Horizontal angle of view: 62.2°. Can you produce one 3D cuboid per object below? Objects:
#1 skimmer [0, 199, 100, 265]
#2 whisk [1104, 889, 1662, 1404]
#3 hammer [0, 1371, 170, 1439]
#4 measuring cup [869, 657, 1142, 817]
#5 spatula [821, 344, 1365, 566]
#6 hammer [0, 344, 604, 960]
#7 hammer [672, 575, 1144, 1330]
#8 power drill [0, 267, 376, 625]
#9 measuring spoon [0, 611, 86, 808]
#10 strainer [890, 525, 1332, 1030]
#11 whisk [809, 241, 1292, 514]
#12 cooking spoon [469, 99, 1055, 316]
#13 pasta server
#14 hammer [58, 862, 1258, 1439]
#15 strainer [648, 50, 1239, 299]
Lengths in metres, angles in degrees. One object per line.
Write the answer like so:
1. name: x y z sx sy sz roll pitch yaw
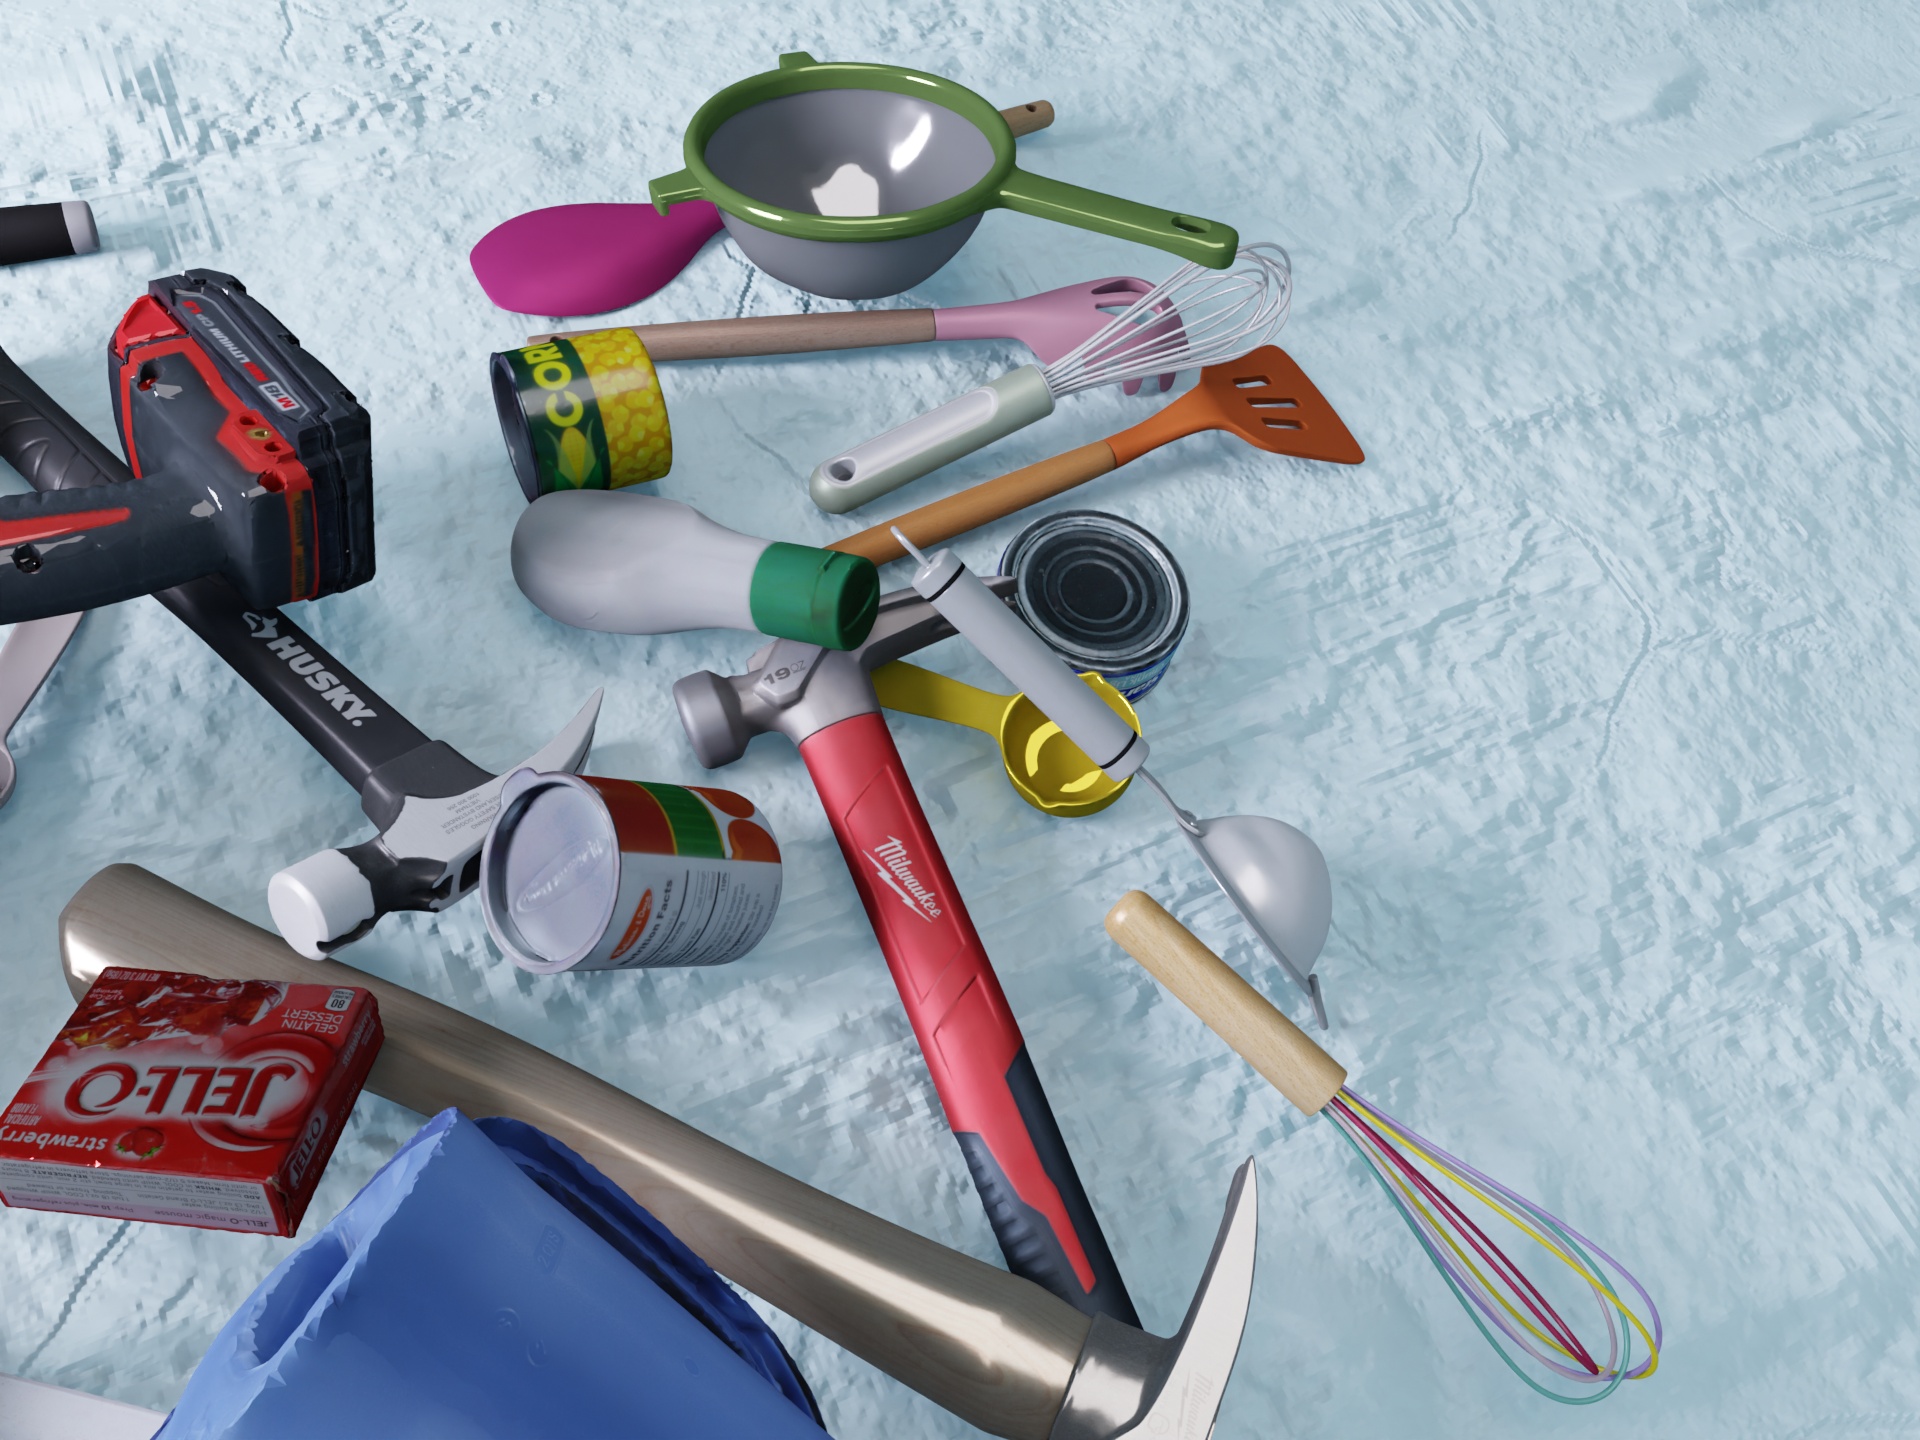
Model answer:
1. skimmer: -0.547 -0.205 0.622 0.363 0.090 0.127 -13 33 -20
2. whisk: 0.146 0.151 0.569 0.245 0.047 0.051 42 85 6
3. hammer: -0.317 0.184 0.461 0.405 0.035 0.144 14 82 1
4. measuring cup: -0.001 -0.002 0.658 0.156 0.029 0.062 17 70 13
5. spatula: 0.045 -0.107 0.725 0.322 0.041 0.081 -24 67 -18
6. hammer: -0.284 -0.052 0.606 0.335 0.035 0.146 38 41 17
7. hammer: 0.025 0.125 0.566 0.143 0.038 0.387 -21 68 -7
8. power drill: -0.336 -0.080 0.531 0.188 0.080 0.226 42 49 22
9. measuring spoon: -0.352 -0.011 0.598 0.034 0.018 0.124 10 53 -5
10. strainer: 0.068 0.018 0.590 0.258 0.087 0.050 43 101 -12
11. whisk: 0.043 -0.153 0.715 0.246 0.059 0.058 -27 61 -9
12. cooking spoon: -0.087 -0.263 0.789 0.319 0.017 0.069 -25 70 -22
13. pasta server: -0.040 -0.179 0.748 0.316 0.040 0.060 -6 62 -10
14. hammer: -0.108 0.132 0.521 0.411 0.038 0.146 23 67 9
15. strainer: -0.002 -0.226 0.730 0.256 0.069 0.152 18 49 11
